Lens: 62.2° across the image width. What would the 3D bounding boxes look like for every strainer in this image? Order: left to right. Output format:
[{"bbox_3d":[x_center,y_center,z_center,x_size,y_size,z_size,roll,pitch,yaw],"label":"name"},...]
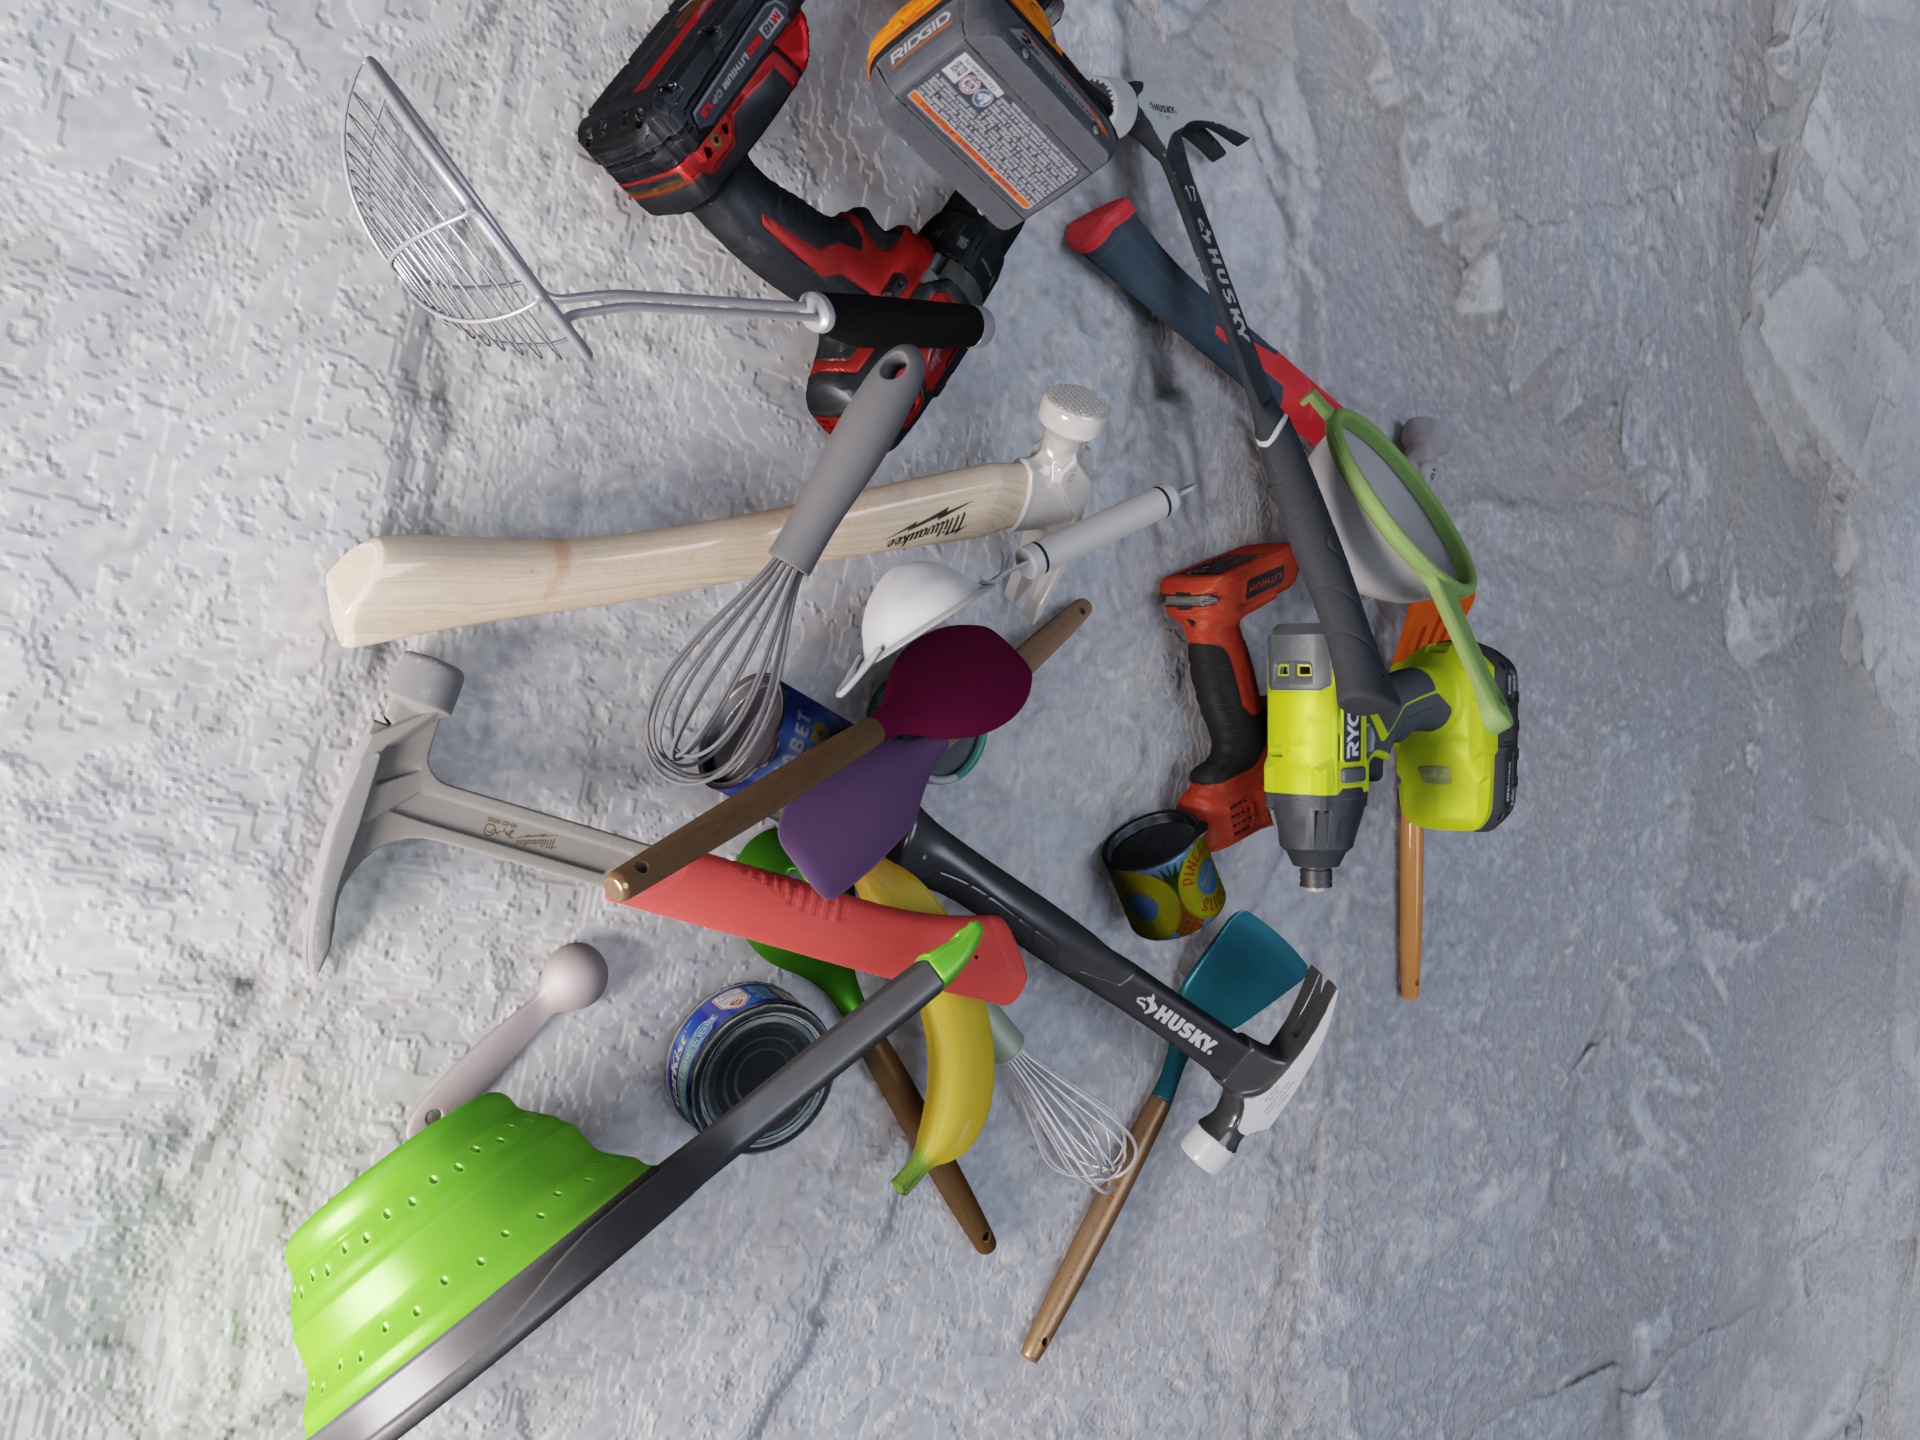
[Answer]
[{"bbox_3d":[0.031,-0.085,0.863,0.258,0.087,0.050,-27,94,-27],"label":"strainer"},{"bbox_3d":[0.280,-0.086,1.024,0.151,0.069,0.257,24,42,-41],"label":"strainer"}]

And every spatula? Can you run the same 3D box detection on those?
[{"bbox_3d":[-0.001,-0.003,0.875,0.060,0.018,0.316,54,41,-5],"label":"spatula"},{"bbox_3d":[0.126,0.274,1.043,0.082,0.044,0.317,41,69,-28],"label":"spatula"},{"bbox_3d":[0.353,0.058,1.215,0.081,0.041,0.322,-7,99,-39],"label":"spatula"}]

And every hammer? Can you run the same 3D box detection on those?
[{"bbox_3d":[-0.126,0.093,0.784,0.358,0.037,0.149,21,79,-26],"label":"hammer"},{"bbox_3d":[-0.106,-0.082,0.810,0.410,0.038,0.146,-14,137,-31],"label":"hammer"},{"bbox_3d":[0.089,0.147,0.965,0.334,0.035,0.146,36,95,-24],"label":"hammer"},{"bbox_3d":[0.185,-0.196,0.971,0.149,0.036,0.409,-17,86,-47],"label":"hammer"},{"bbox_3d":[0.206,-0.217,1.075,0.386,0.038,0.143,26,78,-38],"label":"hammer"}]

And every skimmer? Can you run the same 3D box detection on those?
[{"bbox_3d":[-0.094,-0.204,0.693,0.363,0.090,0.127,-11,56,-47],"label":"skimmer"}]

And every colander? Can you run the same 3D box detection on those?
[{"bbox_3d":[-0.160,0.186,0.725,0.397,0.204,0.094,-36,84,-23],"label":"colander"}]

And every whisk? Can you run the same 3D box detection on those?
[{"bbox_3d":[-0.079,-0.075,0.759,0.055,0.055,0.239,31,88,-37],"label":"whisk"},{"bbox_3d":[0.032,0.204,0.963,0.246,0.059,0.058,53,25,-25],"label":"whisk"}]

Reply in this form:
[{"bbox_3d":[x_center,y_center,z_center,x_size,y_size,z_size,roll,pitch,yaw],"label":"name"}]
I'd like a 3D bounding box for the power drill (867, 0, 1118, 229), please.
[{"bbox_3d":[0.014,-0.369,0.828,0.164,0.084,0.227,29,43,-45],"label":"power drill"}]

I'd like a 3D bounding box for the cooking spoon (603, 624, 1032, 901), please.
[{"bbox_3d":[-0.058,0.014,0.790,0.069,0.017,0.319,45,41,10],"label":"cooking spoon"}]

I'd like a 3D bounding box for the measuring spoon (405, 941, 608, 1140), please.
[{"bbox_3d":[-0.216,0.157,0.768,0.124,0.018,0.034,-46,120,-26],"label":"measuring spoon"}]

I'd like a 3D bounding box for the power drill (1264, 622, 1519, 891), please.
[{"bbox_3d":[0.287,0.021,1.073,0.223,0.080,0.171,-2,93,-43],"label":"power drill"}]

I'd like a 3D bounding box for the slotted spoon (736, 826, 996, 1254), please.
[{"bbox_3d":[-0.042,0.194,0.910,0.070,0.031,0.313,-38,117,-26],"label":"slotted spoon"}]

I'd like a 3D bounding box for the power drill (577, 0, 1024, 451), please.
[{"bbox_3d":[-0.063,-0.276,0.826,0.226,0.080,0.188,44,67,-36],"label":"power drill"}]
